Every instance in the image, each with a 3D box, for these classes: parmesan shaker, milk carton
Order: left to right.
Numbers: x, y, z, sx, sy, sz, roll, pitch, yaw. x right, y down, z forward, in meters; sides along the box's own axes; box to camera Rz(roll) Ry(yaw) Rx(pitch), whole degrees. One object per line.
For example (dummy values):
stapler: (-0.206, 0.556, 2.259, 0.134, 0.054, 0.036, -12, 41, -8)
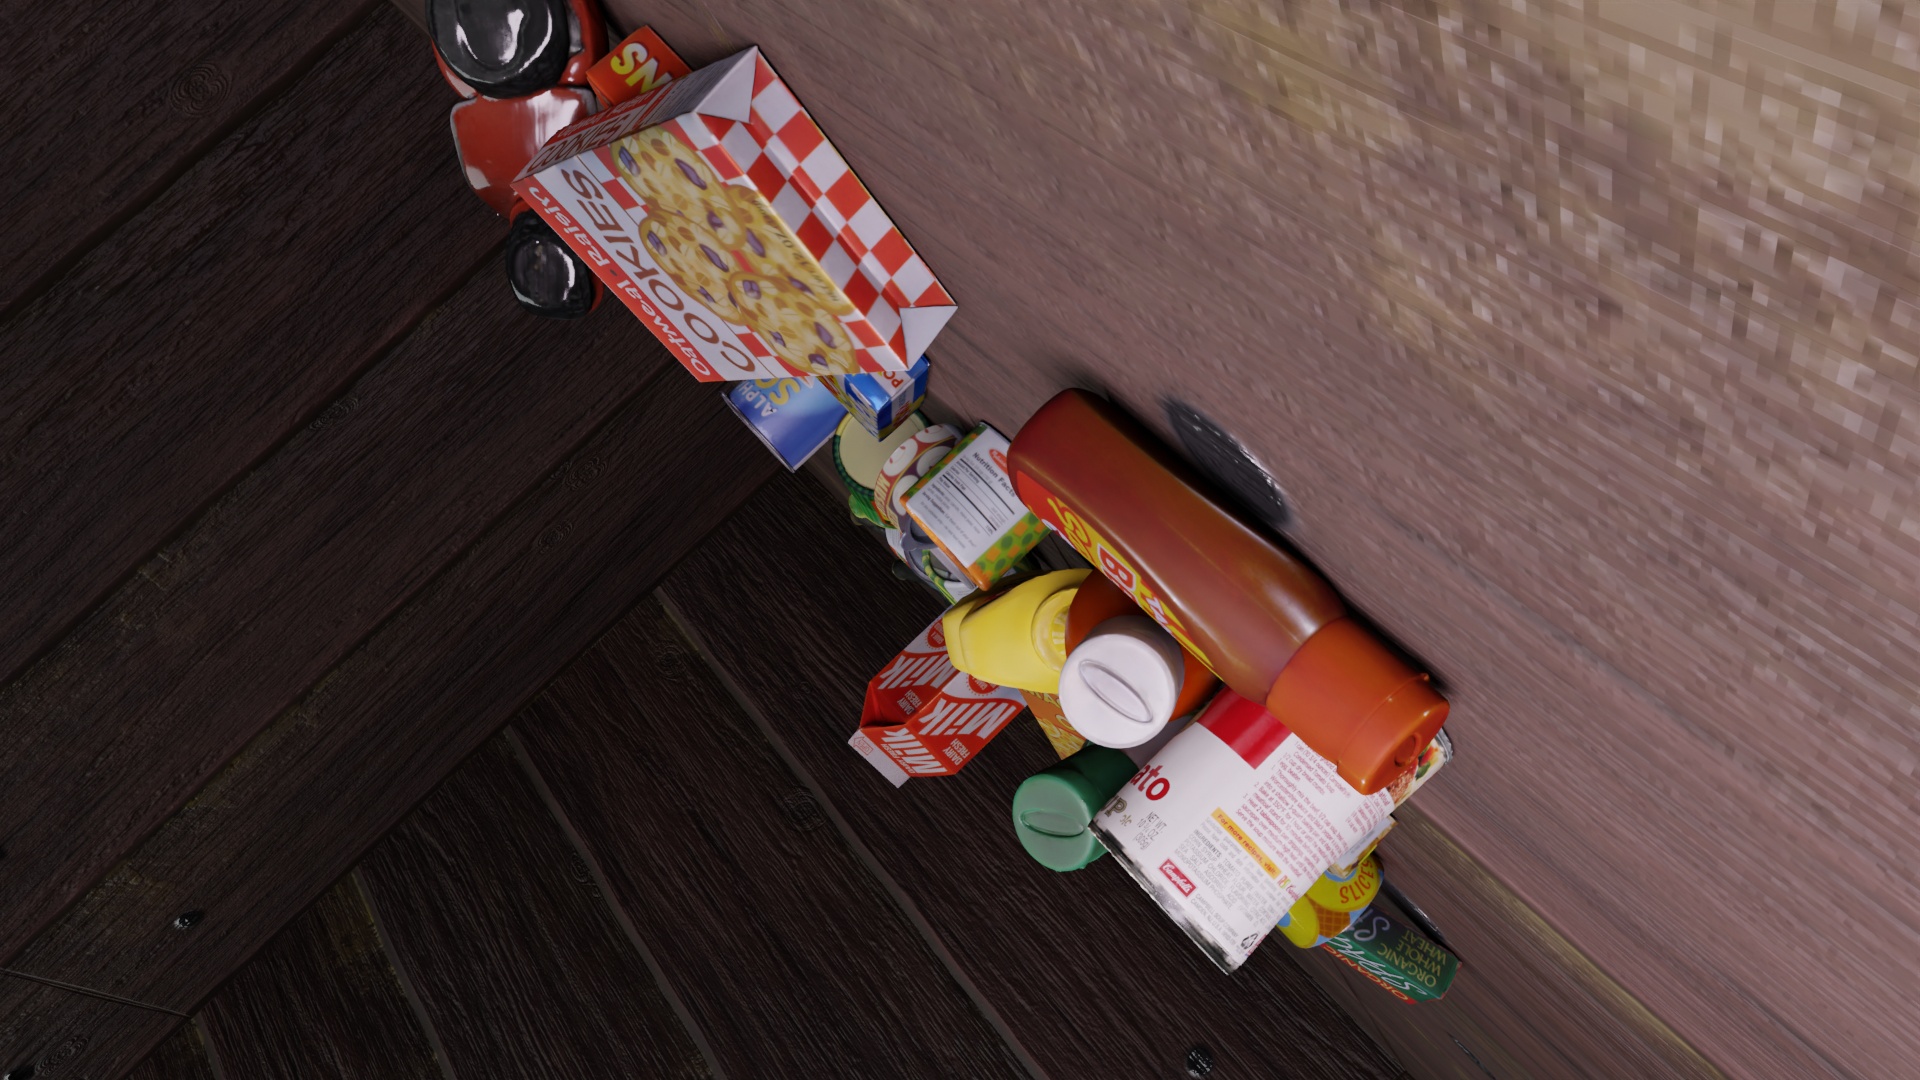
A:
parmesan shaker: (-0.047, -0.047, 0.910, 0.071, 0.071, 0.103, 46, 176, 10)
milk carton: (0.001, 0.109, 1.081, 0.072, 0.191, 0.073, 50, 174, -35)

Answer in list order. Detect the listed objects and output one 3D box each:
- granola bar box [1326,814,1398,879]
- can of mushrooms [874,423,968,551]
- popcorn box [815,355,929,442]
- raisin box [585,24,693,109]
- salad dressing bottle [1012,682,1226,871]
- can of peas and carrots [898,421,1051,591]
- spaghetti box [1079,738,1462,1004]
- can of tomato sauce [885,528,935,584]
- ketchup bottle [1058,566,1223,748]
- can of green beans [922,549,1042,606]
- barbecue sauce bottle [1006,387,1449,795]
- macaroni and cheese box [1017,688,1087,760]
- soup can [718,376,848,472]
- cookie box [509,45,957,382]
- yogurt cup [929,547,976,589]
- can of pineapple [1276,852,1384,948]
granola bar box: (0.134, 0.098, 0.698, 0.124, 0.039, 0.165, 47, 176, -1)
can of mushrooms: (-0.015, -0.029, 0.770, 0.033, 0.071, 0.071, 46, 176, 28)
popcorn box: (-0.059, -0.101, 0.741, 0.085, 0.038, 0.126, 46, 176, 0)
raisin box: (-0.121, -0.176, 0.658, 0.086, 0.040, 0.123, 47, 175, 7)
salad dressing bottle: (0.078, 0.086, 0.544, 0.064, 0.148, 0.044, 0, 101, 39)
can of peas and carrots: (0.012, -0.016, 0.706, 0.071, 0.059, 0.071, 47, 176, 5)
spaghetti box: (0.177, 0.195, 0.831, 0.250, 0.029, 0.050, 32, 159, 8)
can of tomato sauce: (-0.017, -0.004, 1.063, 0.071, 0.071, 0.083, 48, 176, -15)
ketchup bottle: (0.065, 0.038, 0.495, 0.065, 0.043, 0.149, 38, -166, 7)
can of green beans: (0.015, 0.017, 0.941, 0.071, 0.071, 0.057, 43, 173, 41)
barbecue sauce bottle: (0.079, 0.014, 0.425, 0.149, 0.043, 0.064, 44, 179, 29)
macaroni and cheese box: (0.103, 0.117, 0.881, 0.124, 0.040, 0.165, 20, 154, 37)
soup can: (-0.101, -0.097, 0.891, 0.071, 0.084, 0.071, 46, 175, 5)
cookie box: (-0.096, -0.122, 0.561, 0.167, 0.040, 0.122, 5, 144, 51)
yogurt cup: (0.003, -0.011, 0.872, 0.072, 0.054, 0.072, 46, 176, 5)
can of pineapple: (0.185, 0.175, 0.749, 0.058, 0.071, 0.071, 46, 176, -1)
